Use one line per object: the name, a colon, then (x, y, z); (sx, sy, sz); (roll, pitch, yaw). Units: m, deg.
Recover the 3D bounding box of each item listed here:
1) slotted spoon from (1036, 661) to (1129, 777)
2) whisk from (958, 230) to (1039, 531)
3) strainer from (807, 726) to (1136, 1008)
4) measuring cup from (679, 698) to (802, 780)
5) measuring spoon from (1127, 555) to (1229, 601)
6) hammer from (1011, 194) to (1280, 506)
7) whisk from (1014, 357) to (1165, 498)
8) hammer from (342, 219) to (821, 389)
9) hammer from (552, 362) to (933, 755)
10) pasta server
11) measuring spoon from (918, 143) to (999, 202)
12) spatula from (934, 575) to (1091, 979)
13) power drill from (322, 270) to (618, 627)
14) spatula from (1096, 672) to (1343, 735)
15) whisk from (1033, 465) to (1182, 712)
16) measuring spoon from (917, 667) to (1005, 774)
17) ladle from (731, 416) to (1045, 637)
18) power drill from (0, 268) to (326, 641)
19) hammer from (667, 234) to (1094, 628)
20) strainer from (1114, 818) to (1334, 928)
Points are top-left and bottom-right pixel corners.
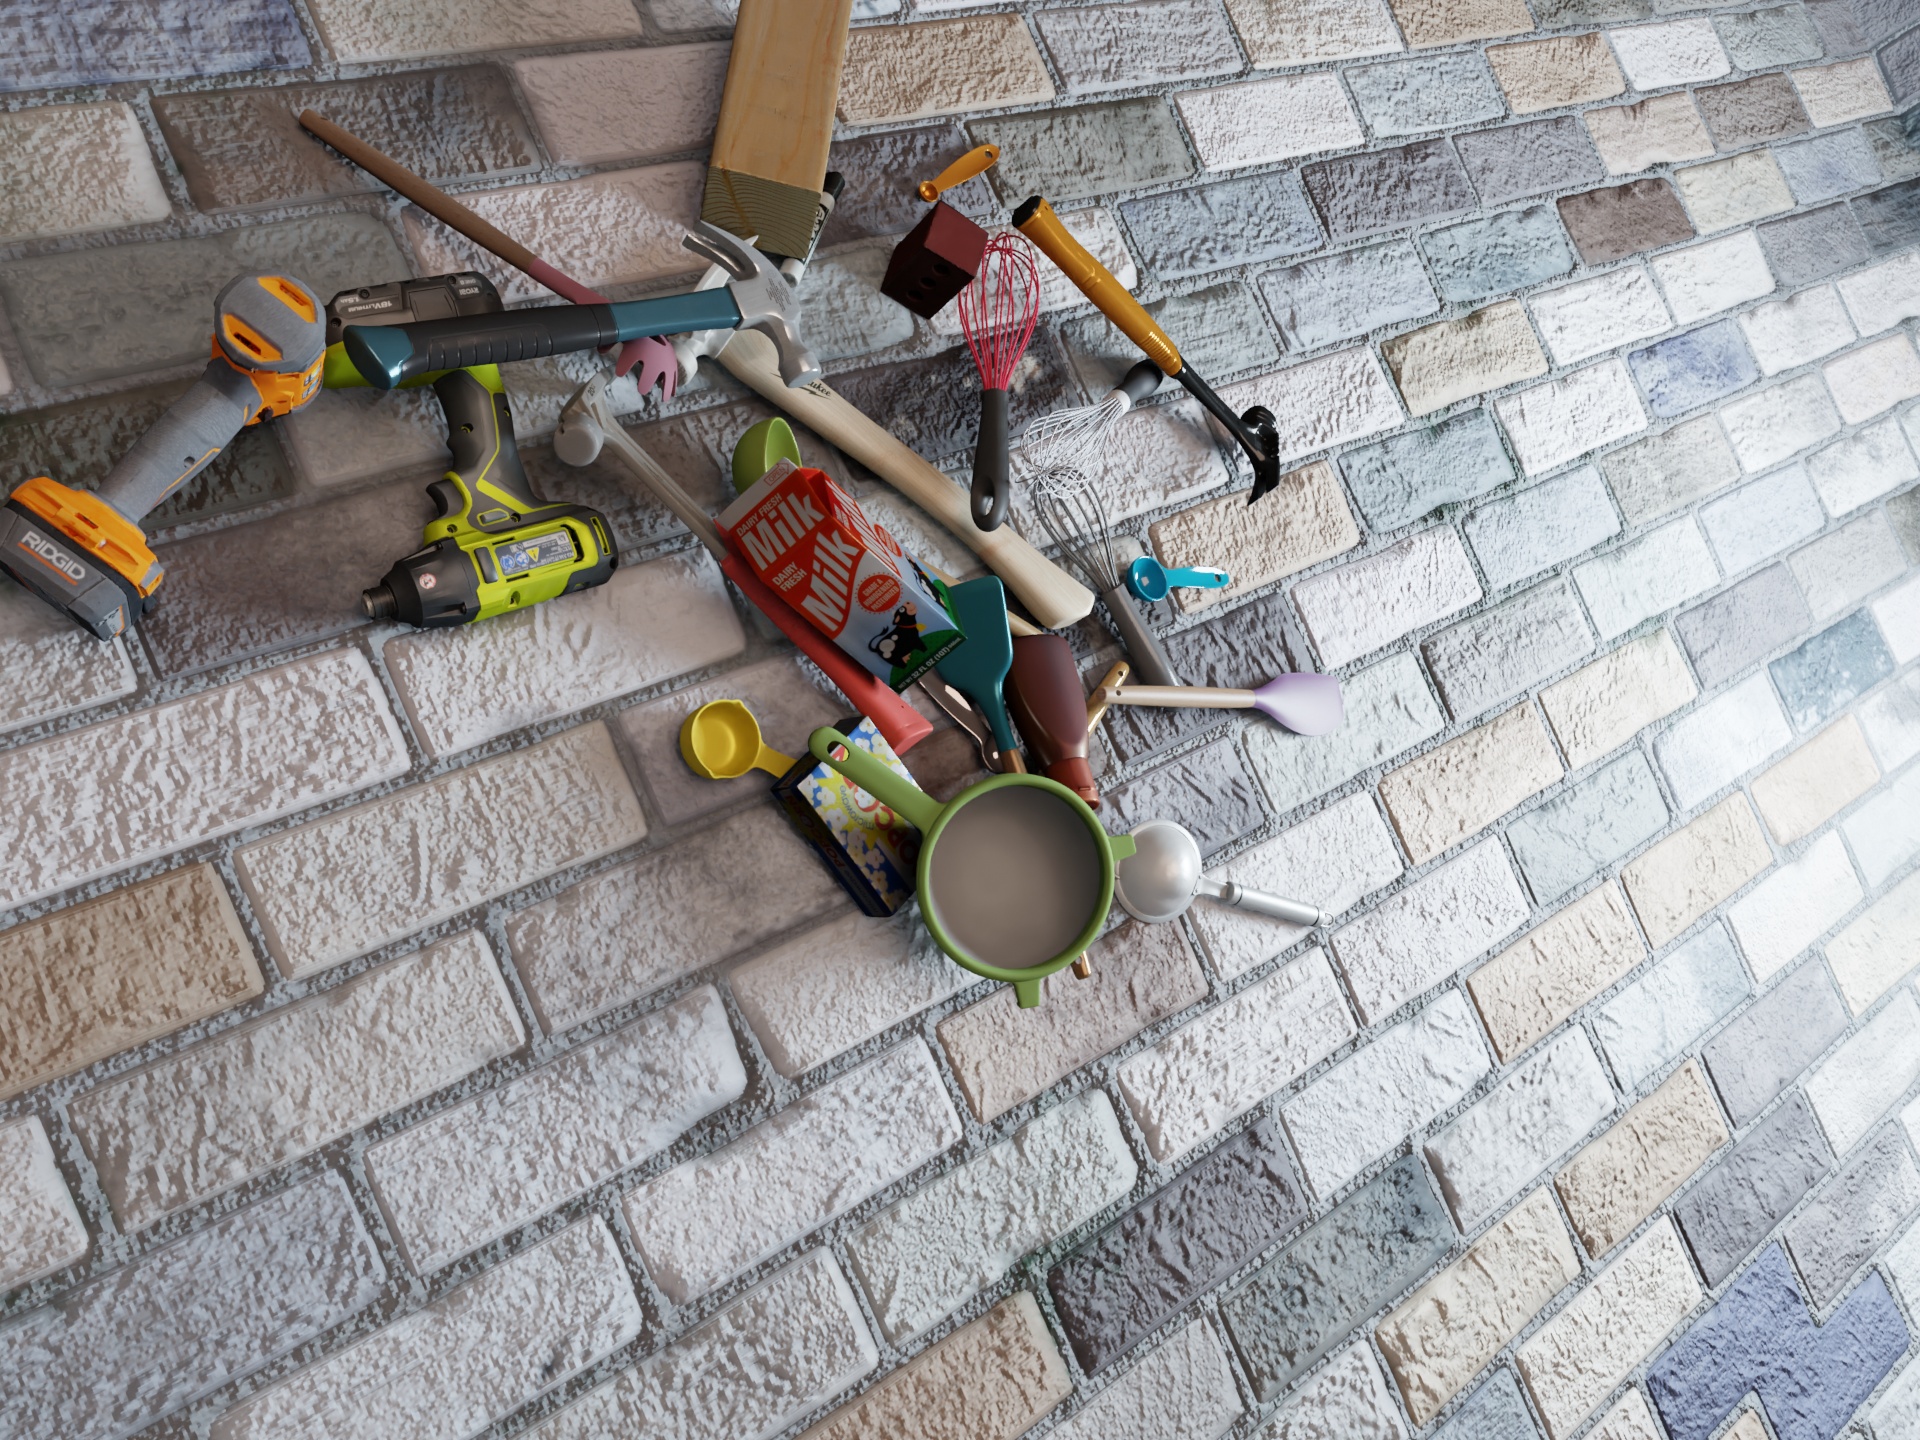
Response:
slotted spoon: (0.063, 0.061, 1.277); (0.070, 0.031, 0.314); (42, 57, -11)
whisk: (0.029, -0.285, 1.324); (0.073, 0.073, 0.296); (16, 62, -26)
strainer: (-0.009, 0.084, 1.164); (0.256, 0.069, 0.151); (36, 79, -11)
measuring cup: (-0.139, 0.035, 1.171); (0.156, 0.029, 0.062); (30, 64, -33)
measuring spoon: (0.192, -0.124, 1.420); (0.128, 0.021, 0.042); (-5, 76, -41)
hammer: (0.169, -0.331, 1.402); (0.336, 0.034, 0.127); (39, 37, -25)
whisk: (0.122, -0.260, 1.360); (0.070, 0.070, 0.285); (52, 40, -8)
hammer: (-0.253, -0.270, 1.091); (0.331, 0.033, 0.128); (-19, 84, -37)
hammer: (-0.151, -0.108, 1.173); (0.358, 0.036, 0.149); (46, 19, -21)
pasta server: (-0.334, -0.334, 1.139); (0.316, 0.040, 0.060); (33, 21, -7)
measuring spoon: (-0.001, -0.487, 1.414); (0.021, 0.011, 0.117); (52, 53, -8)
spatula: (0.043, 0.047, 1.230); (0.082, 0.044, 0.318); (-19, 79, 3)
power drill: (-0.349, -0.177, 1.075); (0.171, 0.080, 0.223); (-21, 90, -34)
spatula: (0.236, -0.017, 1.389); (0.315, 0.018, 0.060); (2, 77, -39)
whisk: (0.132, -0.112, 1.362); (0.055, 0.055, 0.239); (-34, 98, -34)
measuring spoon: (-0.002, -0.004, 1.268); (0.124, 0.018, 0.034); (47, 56, -3)
ladle: (-0.042, -0.133, 1.248); (0.320, 0.062, 0.078); (28, 50, -27)
power drill: (-0.472, -0.159, 0.961); (0.084, 0.164, 0.226); (39, 72, -16)
hammer: (-0.050, -0.216, 1.287); (0.410, 0.038, 0.146); (36, 59, -17)
strainer: (0.224, 0.143, 1.342); (0.258, 0.050, 0.087); (17, 83, -29)
